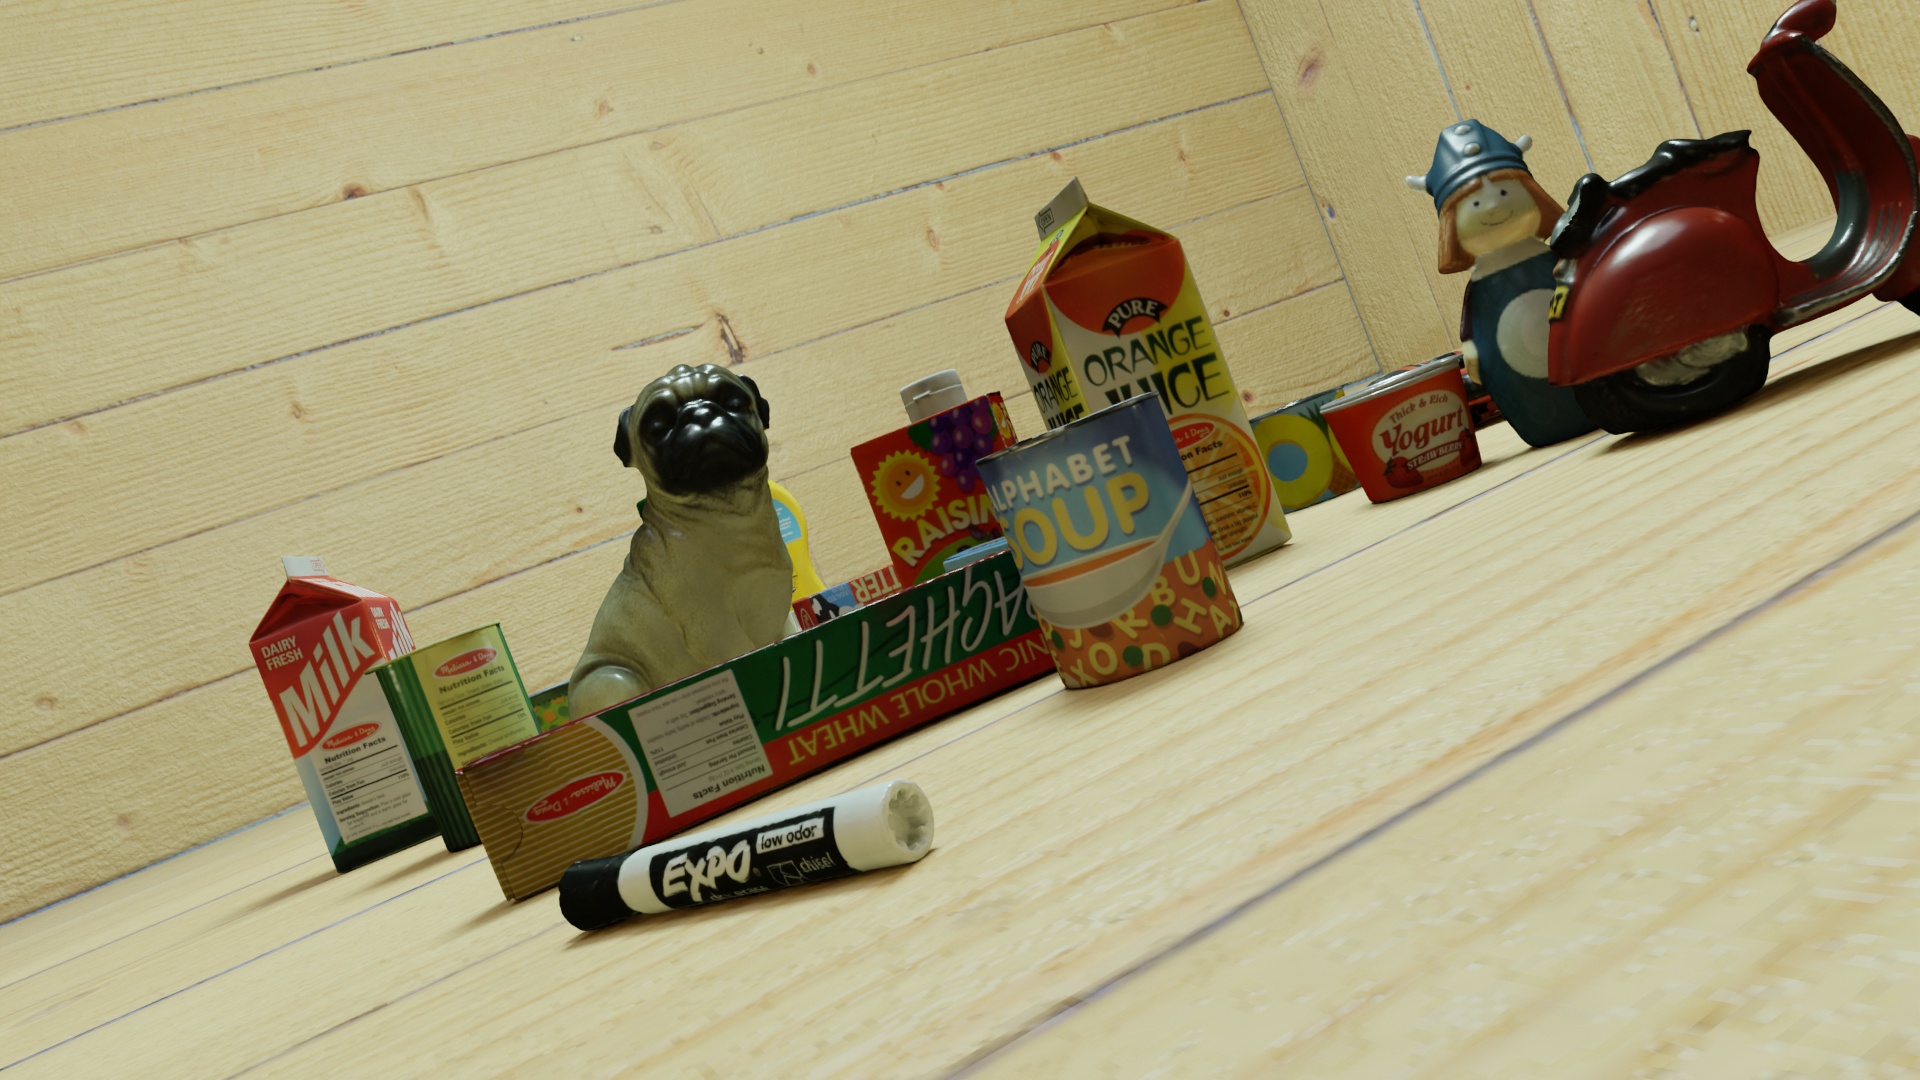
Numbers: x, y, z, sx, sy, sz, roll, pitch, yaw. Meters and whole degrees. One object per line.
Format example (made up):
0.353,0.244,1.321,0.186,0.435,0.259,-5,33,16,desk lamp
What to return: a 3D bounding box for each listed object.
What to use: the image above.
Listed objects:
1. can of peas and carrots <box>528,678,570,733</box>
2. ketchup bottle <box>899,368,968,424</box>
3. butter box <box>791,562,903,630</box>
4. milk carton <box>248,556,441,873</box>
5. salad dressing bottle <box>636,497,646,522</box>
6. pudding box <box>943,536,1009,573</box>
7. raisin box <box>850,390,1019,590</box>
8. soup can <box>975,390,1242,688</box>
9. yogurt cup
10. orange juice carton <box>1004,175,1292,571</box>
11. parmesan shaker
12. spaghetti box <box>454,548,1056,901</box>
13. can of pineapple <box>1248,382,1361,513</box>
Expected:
-0.258,0.123,0.916,0.071,0.058,0.071,-21,1,0,can of peas and carrots
0.007,-0.026,0.821,0.064,0.148,0.043,-21,1,22,ketchup bottle
-0.061,0.049,0.933,0.104,0.053,0.024,-22,1,-43,butter box
-0.375,0.099,0.861,0.073,0.190,0.072,-21,1,-7,milk carton
-0.161,0.038,0.876,0.044,0.147,0.064,-22,1,-30,salad dressing bottle
0.031,0.021,0.679,0.030,0.049,0.083,-22,1,-36,pudding box
0.003,-0.010,0.762,0.086,0.123,0.040,-21,1,15,raisin box
0.049,0.000,0.467,0.071,0.083,0.071,-21,1,0,soup can
0.214,-0.052,0.665,0.072,0.054,0.072,-21,1,0,yogurt cup
0.079,-0.074,0.659,0.073,0.192,0.071,-21,1,-12,orange juice carton
-0.257,0.103,0.724,0.071,0.103,0.071,-21,1,0,parmesan shaker
-0.051,0.056,0.508,0.251,0.050,0.028,-22,1,-15,spaghetti box
0.201,-0.052,0.804,0.071,0.058,0.071,-21,1,0,can of pineapple
